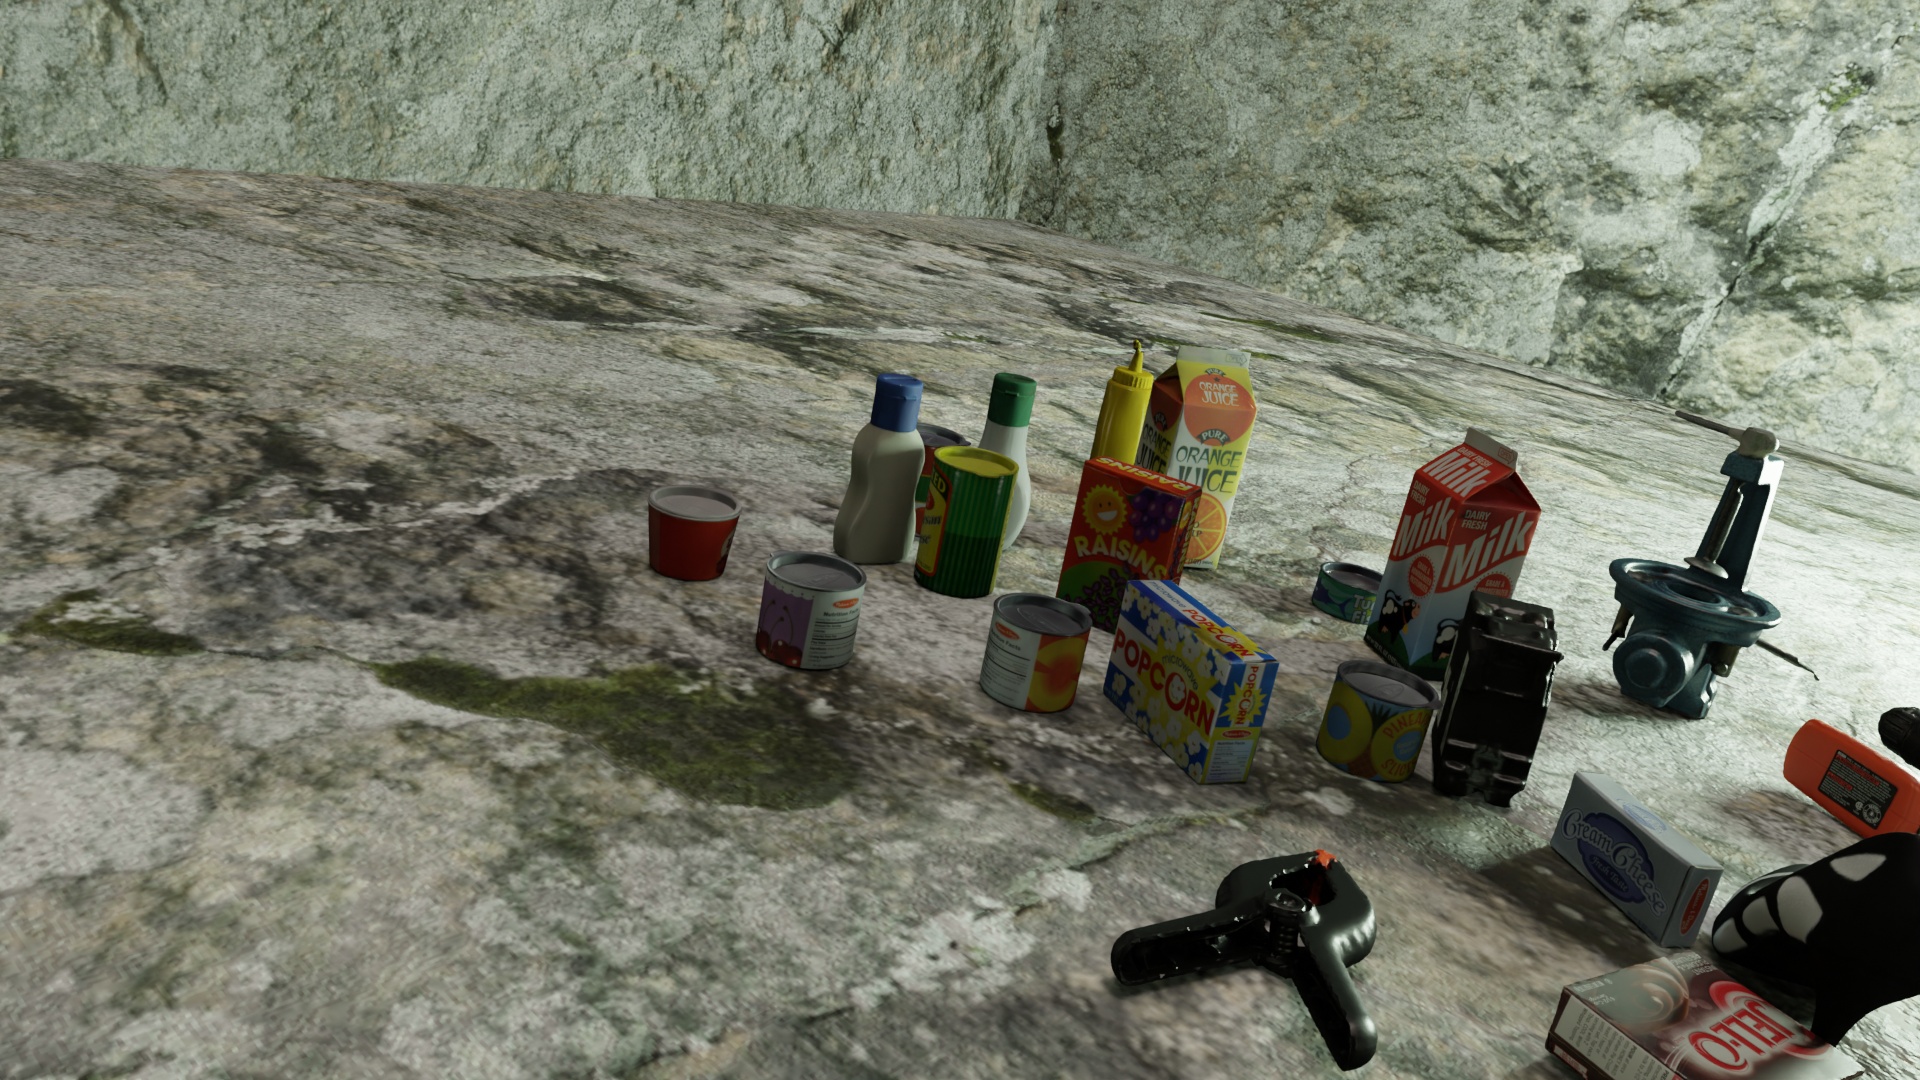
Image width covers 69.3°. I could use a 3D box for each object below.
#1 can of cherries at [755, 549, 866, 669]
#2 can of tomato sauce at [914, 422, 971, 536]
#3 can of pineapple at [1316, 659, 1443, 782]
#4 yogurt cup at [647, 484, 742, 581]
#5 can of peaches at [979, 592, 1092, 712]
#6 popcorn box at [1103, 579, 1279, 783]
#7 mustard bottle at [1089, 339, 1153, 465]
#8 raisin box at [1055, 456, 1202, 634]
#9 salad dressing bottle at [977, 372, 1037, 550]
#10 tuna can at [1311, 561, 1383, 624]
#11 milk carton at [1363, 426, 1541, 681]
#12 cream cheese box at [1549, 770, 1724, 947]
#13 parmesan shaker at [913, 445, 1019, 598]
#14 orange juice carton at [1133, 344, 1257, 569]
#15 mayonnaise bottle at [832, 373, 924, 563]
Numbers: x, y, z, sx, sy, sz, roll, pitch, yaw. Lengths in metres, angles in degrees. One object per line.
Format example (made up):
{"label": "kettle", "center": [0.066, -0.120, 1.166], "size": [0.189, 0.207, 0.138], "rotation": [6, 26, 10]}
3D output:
{"label": "can of cherries", "center": [-0.101, 0.045, 0.918], "size": [0.071, 0.058, 0.072], "rotation": [10, 19, -3]}
{"label": "can of tomato sauce", "center": [-0.033, -0.053, 1.194], "size": [0.071, 0.082, 0.071], "rotation": [10, 19, -3]}
{"label": "can of pineapple", "center": [0.275, 0.119, 0.916], "size": [0.071, 0.057, 0.071], "rotation": [10, 19, -3]}
{"label": "yogurt cup", "center": [-0.196, -0.005, 1.013], "size": [0.072, 0.053, 0.072], "rotation": [10, 19, -3]}
{"label": "can of peaches", "center": [0.051, 0.074, 0.921], "size": [0.071, 0.057, 0.071], "rotation": [10, 19, -3]}
{"label": "popcorn box", "center": [0.144, 0.088, 0.892], "size": [0.038, 0.085, 0.127], "rotation": [2, 21, -26]}
{"label": "mustard bottle", "center": [0.162, -0.119, 1.374], "size": [0.049, 0.159, 0.065], "rotation": [10, 19, -4]}
{"label": "raisin box", "center": [0.125, 0.007, 1.051], "size": [0.086, 0.123, 0.040], "rotation": [21, 21, 27]}
{"label": "salad dressing bottle", "center": [0.033, -0.066, 1.172], "size": [0.064, 0.147, 0.044], "rotation": [13, 19, 5]}
{"label": "tuna can", "center": [0.340, 0.046, 1.198], "size": [0.071, 0.032, 0.071], "rotation": [10, 19, -3]}
{"label": "milk carton", "center": [0.387, 0.011, 1.085], "size": [0.073, 0.189, 0.072], "rotation": [6, 19, -15]}
{"label": "cream cheese box", "center": [0.389, 0.183, 0.806], "size": [0.024, 0.053, 0.104], "rotation": [6, 20, -16]}
{"label": "parmesan shaker", "center": [0.004, -0.013, 1.074], "size": [0.071, 0.102, 0.071], "rotation": [10, 19, -3]}
{"label": "orange juice carton", "center": [0.202, -0.077, 1.226], "size": [0.072, 0.192, 0.073], "rotation": [5, 20, -18]}
{"label": "mayonnaise bottle", "center": [-0.059, -0.056, 1.090], "size": [0.065, 0.147, 0.041], "rotation": [-2, 23, -34]}
